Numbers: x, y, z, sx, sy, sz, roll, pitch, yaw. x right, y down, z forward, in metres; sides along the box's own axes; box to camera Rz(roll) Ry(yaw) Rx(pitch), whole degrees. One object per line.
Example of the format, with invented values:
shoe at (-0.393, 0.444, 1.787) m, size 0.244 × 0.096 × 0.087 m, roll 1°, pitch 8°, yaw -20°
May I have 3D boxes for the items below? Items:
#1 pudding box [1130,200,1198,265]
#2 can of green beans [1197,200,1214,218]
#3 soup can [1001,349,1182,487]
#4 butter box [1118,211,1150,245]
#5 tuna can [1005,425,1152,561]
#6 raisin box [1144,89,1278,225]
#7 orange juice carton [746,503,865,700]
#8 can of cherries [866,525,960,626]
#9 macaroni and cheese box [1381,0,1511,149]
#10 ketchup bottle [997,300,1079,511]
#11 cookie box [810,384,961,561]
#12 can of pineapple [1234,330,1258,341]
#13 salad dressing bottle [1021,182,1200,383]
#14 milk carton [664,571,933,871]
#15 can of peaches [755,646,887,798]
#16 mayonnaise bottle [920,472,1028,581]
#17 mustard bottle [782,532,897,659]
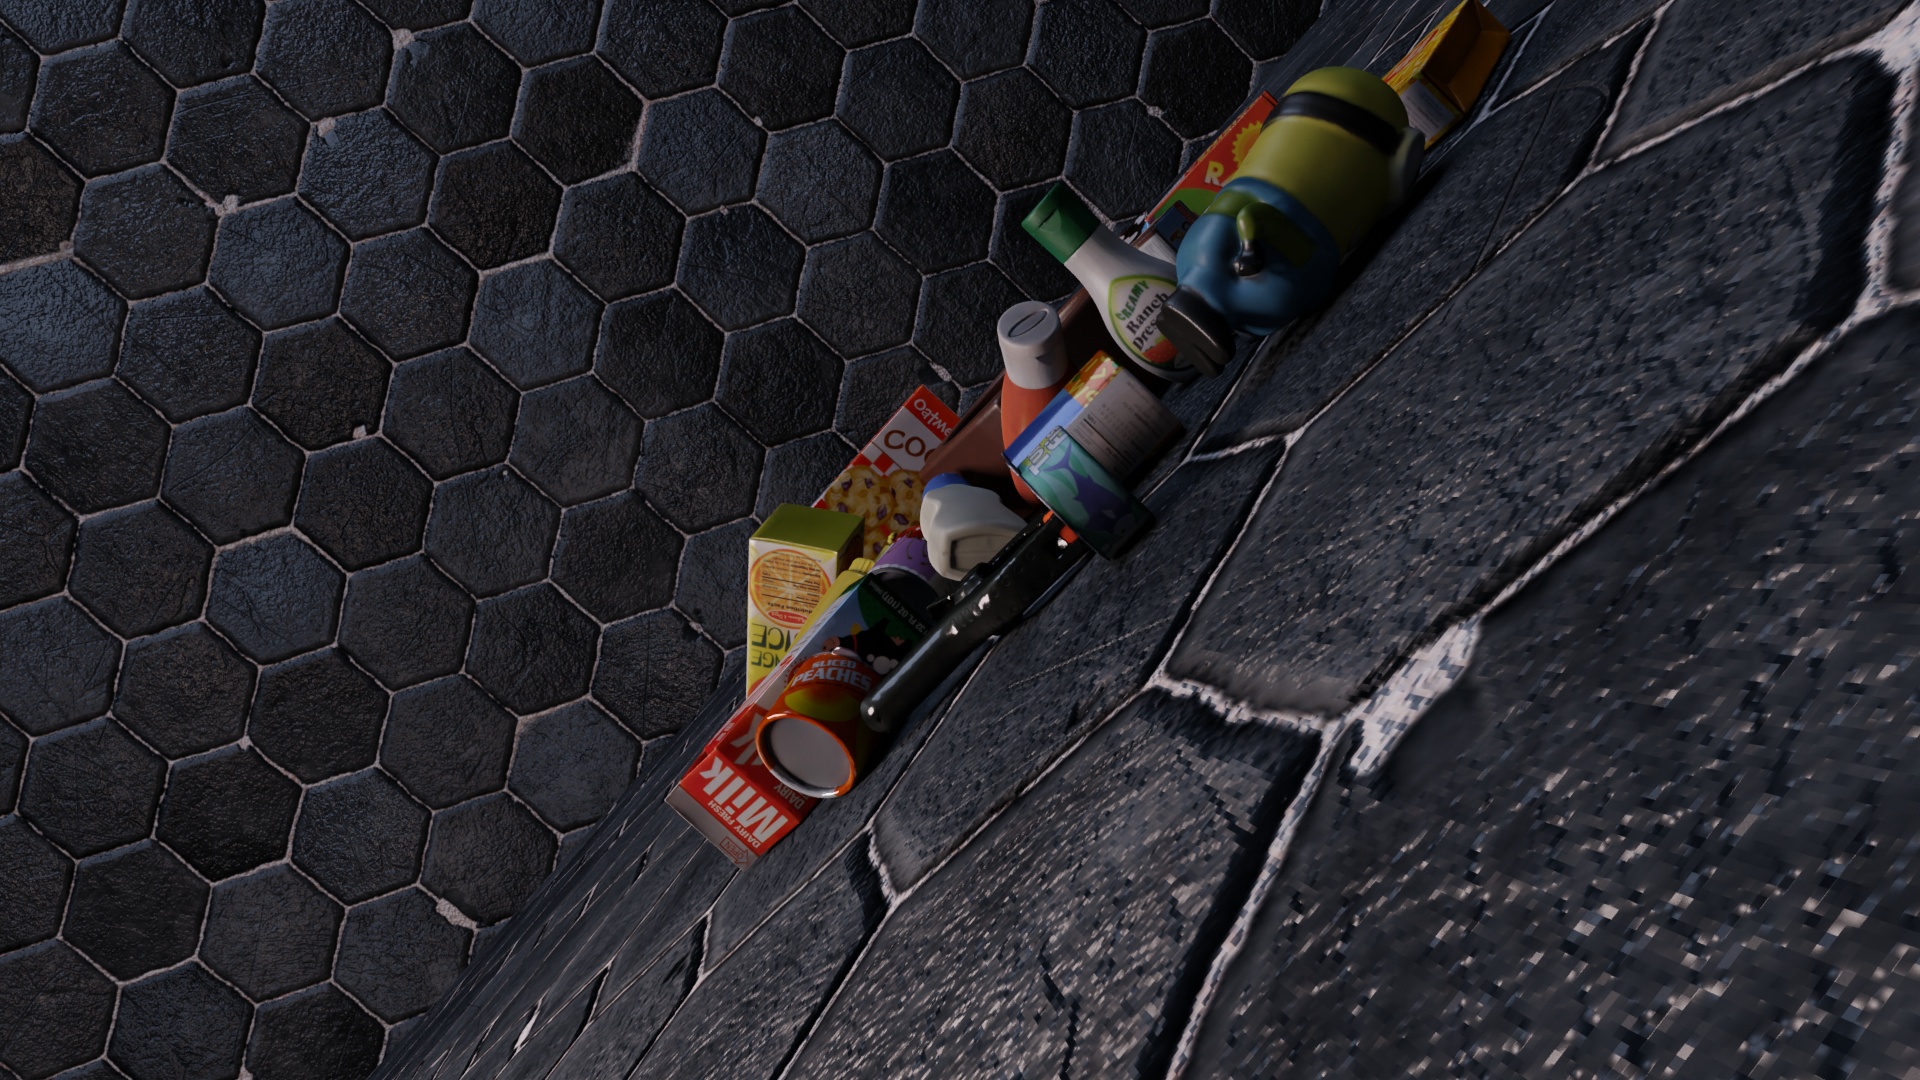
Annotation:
pudding box at (0.158, -0.184, 0.938) m, size 0.030 × 0.083 × 0.049 m, roll -47°, pitch 5°, yaw -16°
can of green beans at (0.197, -0.213, 0.974) m, size 0.071 × 0.058 × 0.071 m, roll -47°, pitch 6°, yaw 7°
soup can at (0.075, -0.058, 0.795) m, size 0.083 × 0.071 × 0.071 m, roll -47°, pitch 6°, yaw 7°
butter box at (0.151, -0.205, 1.106) m, size 0.053 × 0.024 × 0.104 m, roll -41°, pitch 53°, yaw 45°
tuna can at (0.059, -0.025, 0.684) m, size 0.033 × 0.071 × 0.071 m, roll -46°, pitch 6°, yaw 6°
raisin box at (0.209, -0.254, 1.018) m, size 0.123 × 0.086 × 0.040 m, roll -45°, pitch 5°, yaw 24°
orange juice carton at (-0.125, 0.074, 1.113) m, size 0.072 × 0.073 × 0.191 m, roll -60°, pitch -23°, yaw -62°
can of cherries at (-0.033, 0.030, 0.973) m, size 0.071 × 0.071 × 0.059 m, roll -43°, pitch 7°, yaw 40°
macaroni and cheese box at (0.258, -0.253, 0.879) m, size 0.165 × 0.040 × 0.124 m, roll -41°, pitch 9°, yaw 49°
ketchup bottle at (0.052, -0.082, 0.843) m, size 0.065 × 0.043 × 0.148 m, roll -37°, pitch -35°, yaw -12°
cookie box at (-0.045, -0.038, 1.246) m, size 0.168 × 0.123 × 0.040 m, roll -49°, pitch 7°, yaw -12°
can of pineapple at (0.171, -0.160, 0.811) m, size 0.071 × 0.058 × 0.071 m, roll -47°, pitch 6°, yaw 7°
salad dressing bottle at (0.104, -0.165, 0.887) m, size 0.064 × 0.147 × 0.044 m, roll -46°, pitch 6°, yaw 24°
milk carton at (-0.100, 0.116, 0.896) m, size 0.191 × 0.072 × 0.073 m, roll -49°, pitch 6°, yaw -17°
can of peaches at (-0.079, 0.107, 0.815) m, size 0.071 × 0.071 × 0.058 m, roll -43°, pitch 8°, yaw 40°
mayonnaise bottle at (0.003, -0.011, 0.915) m, size 0.148 × 0.065 × 0.041 m, roll -123°, pitch 33°, yaw -72°
mustard bottle at (-0.080, 0.065, 1.011) m, size 0.161 × 0.065 × 0.048 m, roll -63°, pitch 10°, yaw -19°
